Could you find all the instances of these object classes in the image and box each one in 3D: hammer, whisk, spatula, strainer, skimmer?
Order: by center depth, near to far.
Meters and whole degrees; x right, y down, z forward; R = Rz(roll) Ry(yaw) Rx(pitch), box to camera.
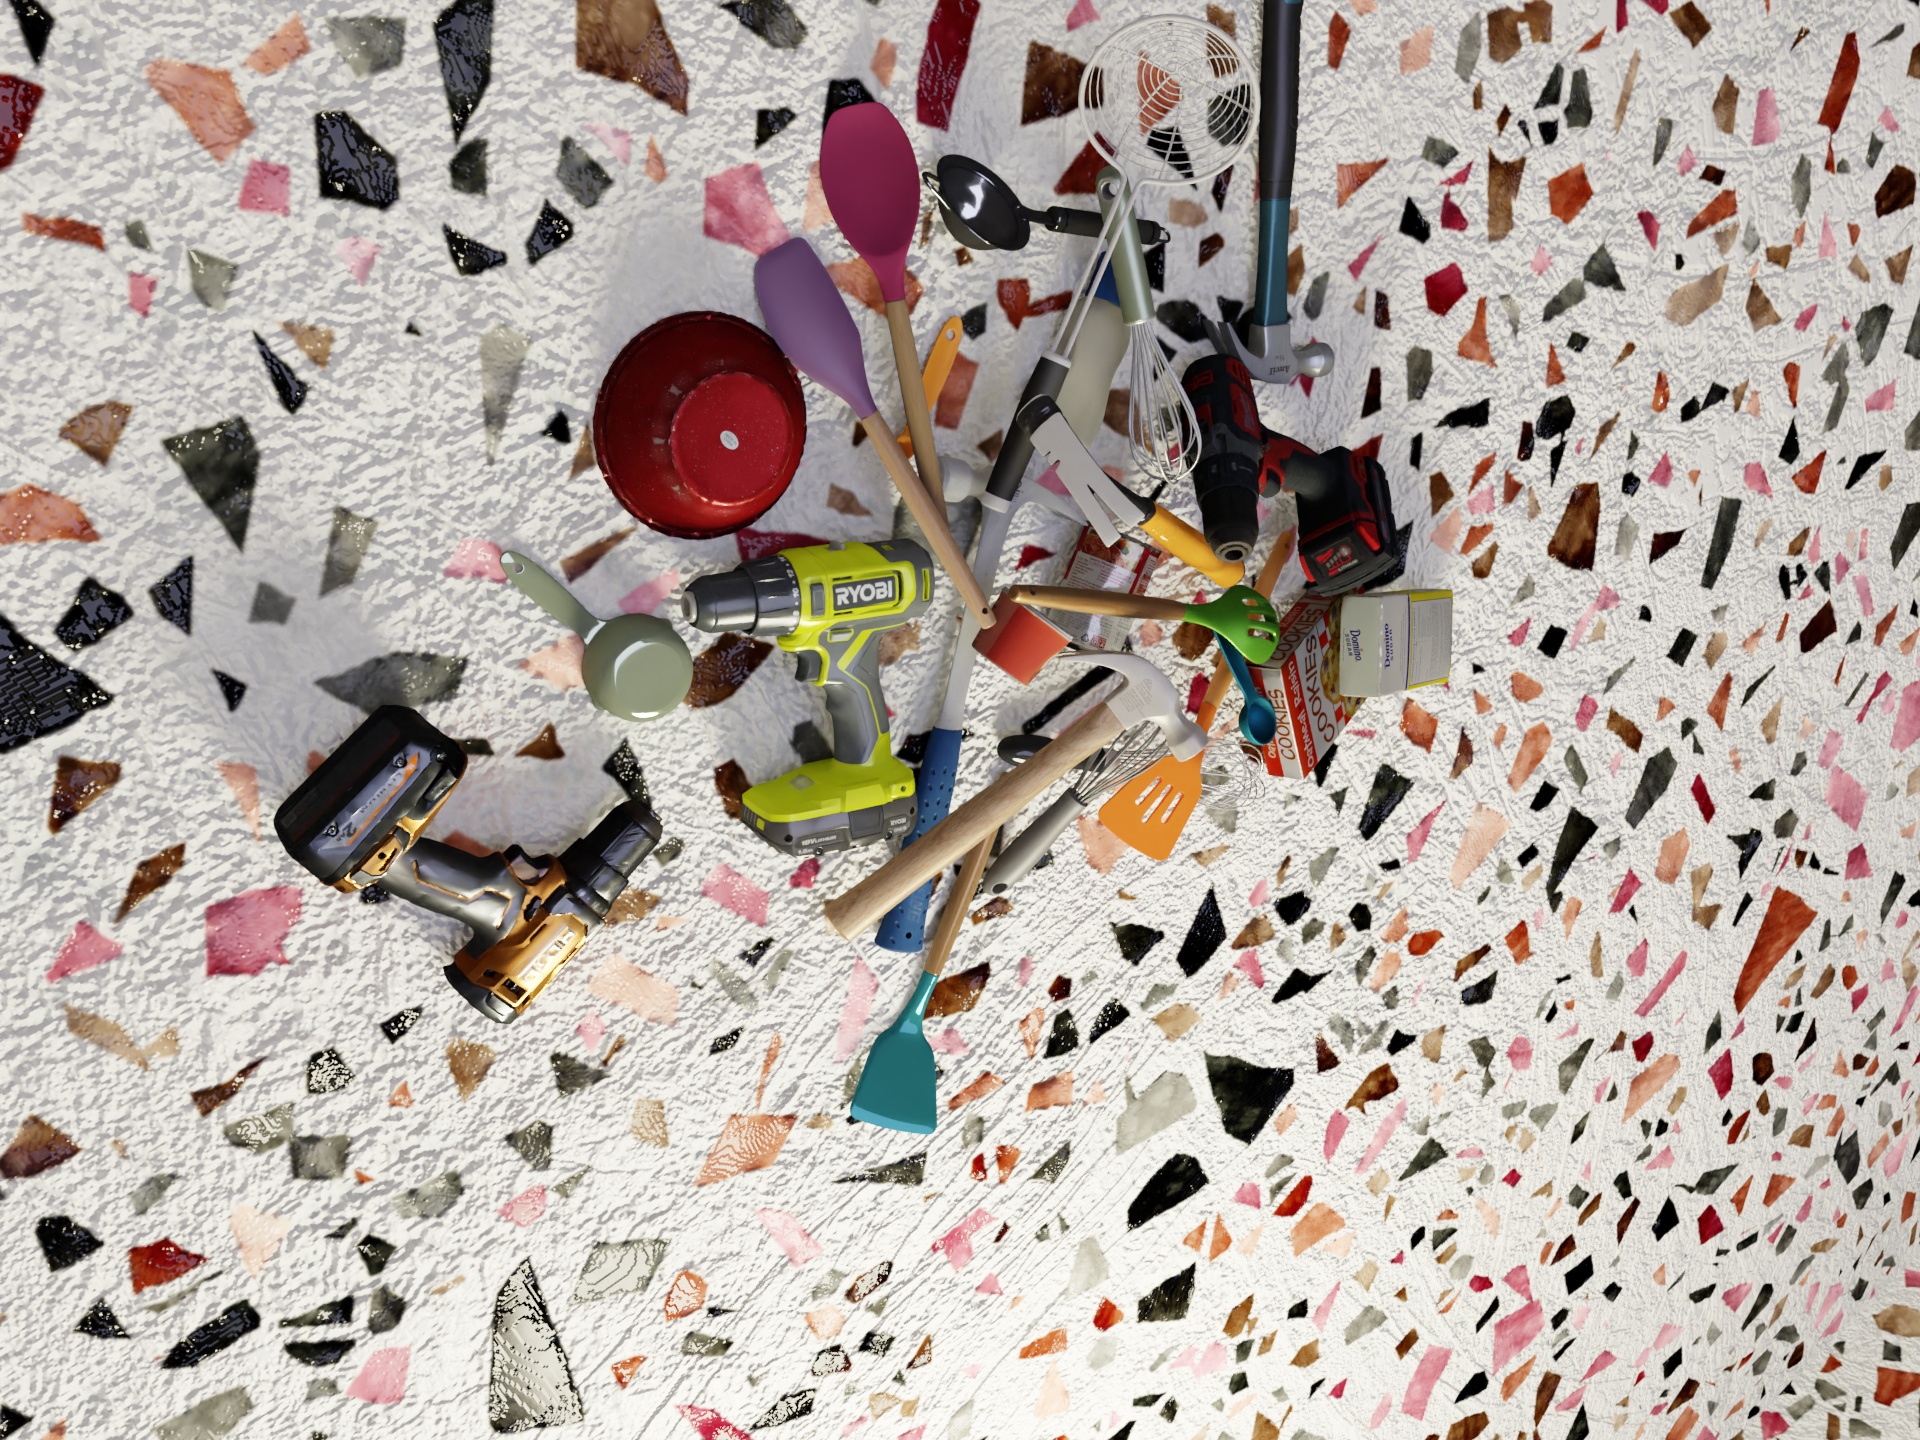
[{"bbox_3d":[0.095,-0.317,1.146,0.127,0.090,0.363,22,103,-8],"label":"skimmer"},{"bbox_3d":[-0.056,-0.200,1.161,0.060,0.018,0.315,-36,109,-14],"label":"spatula"},{"bbox_3d":[0.065,-0.376,1.197,0.258,0.050,0.087,-6,67,-37],"label":"strainer"},{"bbox_3d":[0.140,-0.300,1.221,0.059,0.058,0.246,-44,124,-56],"label":"whisk"},{"bbox_3d":[0.158,-0.153,1.253,0.034,0.127,0.336,-41,154,17],"label":"hammer"},{"bbox_3d":[0.030,0.062,1.268,0.331,0.031,0.130,-37,99,1],"label":"hammer"},{"bbox_3d":[-0.002,-0.004,1.293,0.144,0.035,0.405,5,105,-34],"label":"hammer"},{"bbox_3d":[0.259,-0.442,1.303,0.128,0.033,0.330,-14,114,-29],"label":"hammer"},{"bbox_3d":[0.100,0.066,1.341,0.055,0.055,0.239,28,114,-37],"label":"whisk"},{"bbox_3d":[-0.010,0.195,1.356,0.082,0.044,0.317,18,95,-21],"label":"spatula"},{"bbox_3d":[0.222,-0.032,1.397,0.081,0.041,0.323,35,70,-20],"label":"spatula"},{"bbox_3d":[0.154,0.038,1.402,0.284,0.070,0.070,7,103,-29],"label":"whisk"}]

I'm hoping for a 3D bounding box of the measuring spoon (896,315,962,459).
[{"bbox_3d":[-0.026,-0.252,1.205,0.021,0.011,0.117,22,91,-36],"label":"measuring spoon"}]

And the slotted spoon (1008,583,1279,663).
[{"bbox_3d":[0.160,-0.088,1.285,0.313,0.031,0.070,3,74,-40],"label":"slotted spoon"}]

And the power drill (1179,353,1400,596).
[{"bbox_3d":[0.270,-0.183,1.328,0.226,0.080,0.188,25,52,-37],"label":"power drill"}]

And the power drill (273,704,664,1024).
[{"bbox_3d":[-0.324,0.085,1.093,0.185,0.084,0.226,-47,130,-10],"label":"power drill"}]

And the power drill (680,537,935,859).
[{"bbox_3d":[-0.112,-0.019,1.193,0.190,0.080,0.228,-11,110,-30],"label":"power drill"}]

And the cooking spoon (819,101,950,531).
[{"bbox_3d":[-0.043,-0.279,1.153,0.069,0.017,0.318,-10,110,5],"label":"cooking spoon"}]

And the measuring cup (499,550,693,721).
[{"bbox_3d":[-0.253,-0.060,1.107,0.083,0.038,0.167,-51,128,-7],"label":"measuring cup"}]

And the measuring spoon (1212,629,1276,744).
[{"bbox_3d":[0.237,-0.037,1.375,0.042,0.021,0.128,-37,107,-40],"label":"measuring spoon"}]
